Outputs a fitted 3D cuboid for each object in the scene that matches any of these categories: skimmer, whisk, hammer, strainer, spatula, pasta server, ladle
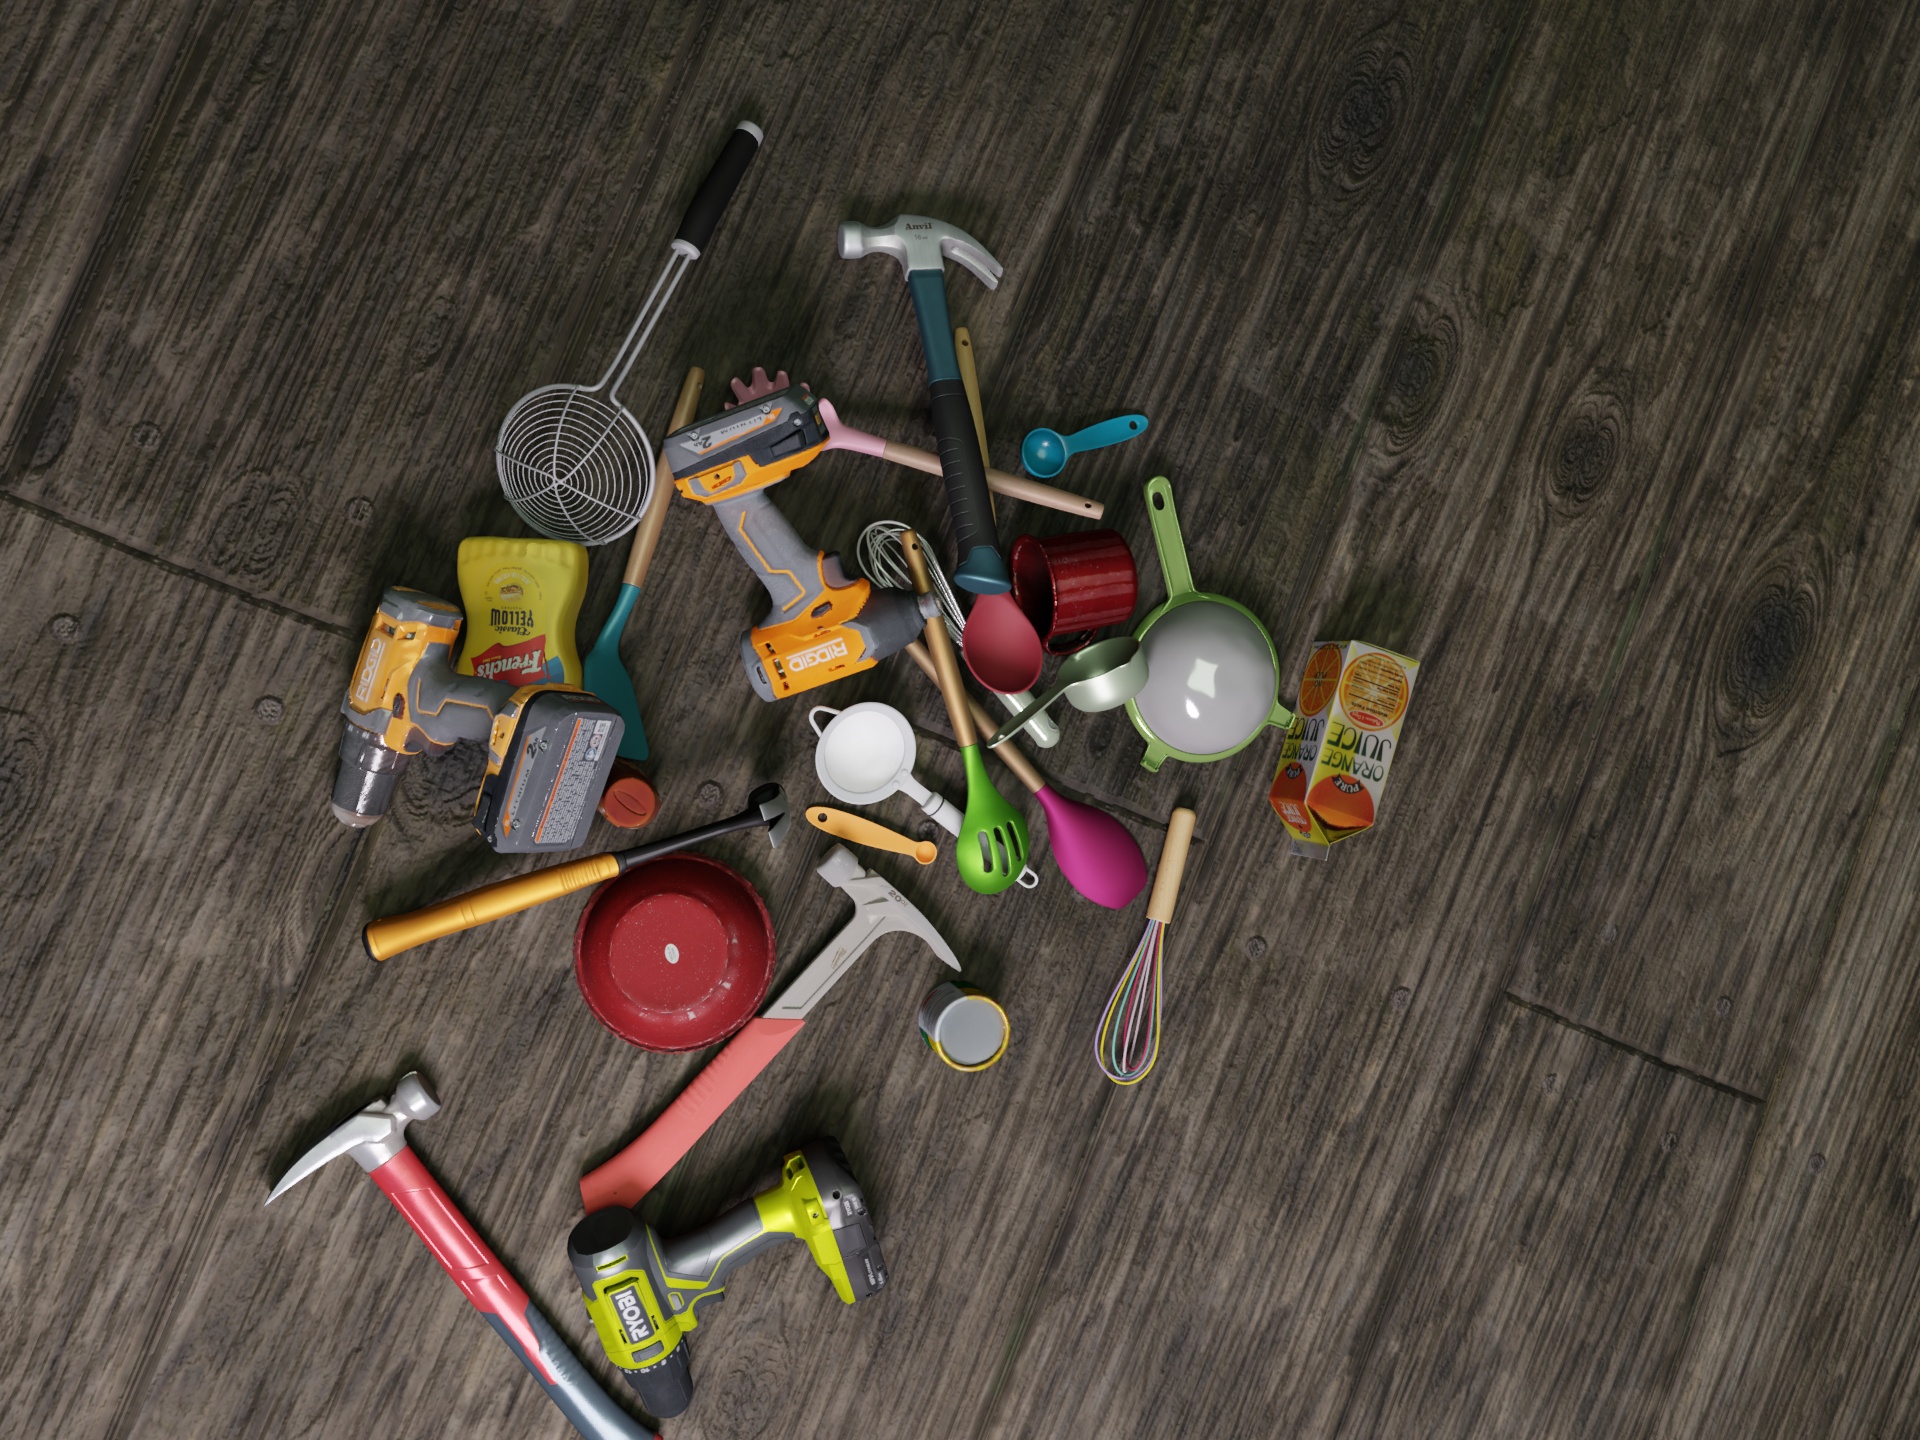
[{"bbox_3d":[-0.246,-0.311,1.263,0.127,0.090,0.363,25,75,-3],"label":"skimmer"},{"bbox_3d":[0.171,0.197,1.387,0.051,0.047,0.245,18,83,-29],"label":"whisk"},{"bbox_3d":[-0.167,0.278,1.300,0.149,0.037,0.359,45,80,-12],"label":"hammer"},{"bbox_3d":[0.002,-0.069,1.334,0.059,0.058,0.246,-34,106,23],"label":"whisk"},{"bbox_3d":[-0.010,-0.256,1.276,0.128,0.033,0.331,-7,75,-14],"label":"hammer"},{"bbox_3d":[-0.031,0.065,1.329,0.258,0.050,0.087,39,88,-19],"label":"strainer"},{"bbox_3d":[0.207,-0.087,1.372,0.151,0.069,0.256,-17,98,-14],"label":"strainer"},{"bbox_3d":[-0.372,0.468,1.250,0.143,0.038,0.386,-36,100,-10],"label":"hammer"},{"bbox_3d":[-0.244,-0.129,1.260,0.044,0.082,0.317,12,83,27],"label":"spatula"},{"bbox_3d":[-0.035,-0.215,1.290,0.316,0.040,0.060,16,82,-3],"label":"pasta server"},{"bbox_3d":[0.019,-0.174,1.319,0.069,0.031,0.315,-4,83,-20],"label":"ladle"},{"bbox_3d":[-0.293,0.119,1.215,0.337,0.127,0.034,-18,97,-3],"label":"hammer"}]

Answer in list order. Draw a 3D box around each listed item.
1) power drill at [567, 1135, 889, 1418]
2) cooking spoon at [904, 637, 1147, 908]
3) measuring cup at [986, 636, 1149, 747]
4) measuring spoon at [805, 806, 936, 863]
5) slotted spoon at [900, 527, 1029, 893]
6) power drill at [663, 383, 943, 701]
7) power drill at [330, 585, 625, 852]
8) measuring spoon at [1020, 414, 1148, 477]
[{"bbox_3d":[-0.180,0.447,1.273,0.228,0.080,0.190,-20,115,-13],"label":"power drill"},{"bbox_3d":[0.051,0.039,1.360,0.069,0.017,0.318,-44,102,-11],"label":"cooking spoon"},{"bbox_3d":[0.090,-0.012,1.330,0.167,0.083,0.038,-37,114,-23],"label":"measuring cup"},{"bbox_3d":[-0.075,0.095,1.334,0.117,0.011,0.021,20,88,-11],"label":"measuring spoon"},{"bbox_3d":[-0.002,-0.004,1.302,0.070,0.031,0.313,-20,101,-24],"label":"slotted spoon"},{"bbox_3d":[-0.120,-0.141,1.243,0.164,0.084,0.226,-18,107,9],"label":"power drill"},{"bbox_3d":[-0.368,0.023,1.162,0.226,0.084,0.185,26,100,28],"label":"power drill"},{"bbox_3d":[0.105,-0.240,1.371,0.128,0.021,0.042,-20,96,-23],"label":"measuring spoon"}]
